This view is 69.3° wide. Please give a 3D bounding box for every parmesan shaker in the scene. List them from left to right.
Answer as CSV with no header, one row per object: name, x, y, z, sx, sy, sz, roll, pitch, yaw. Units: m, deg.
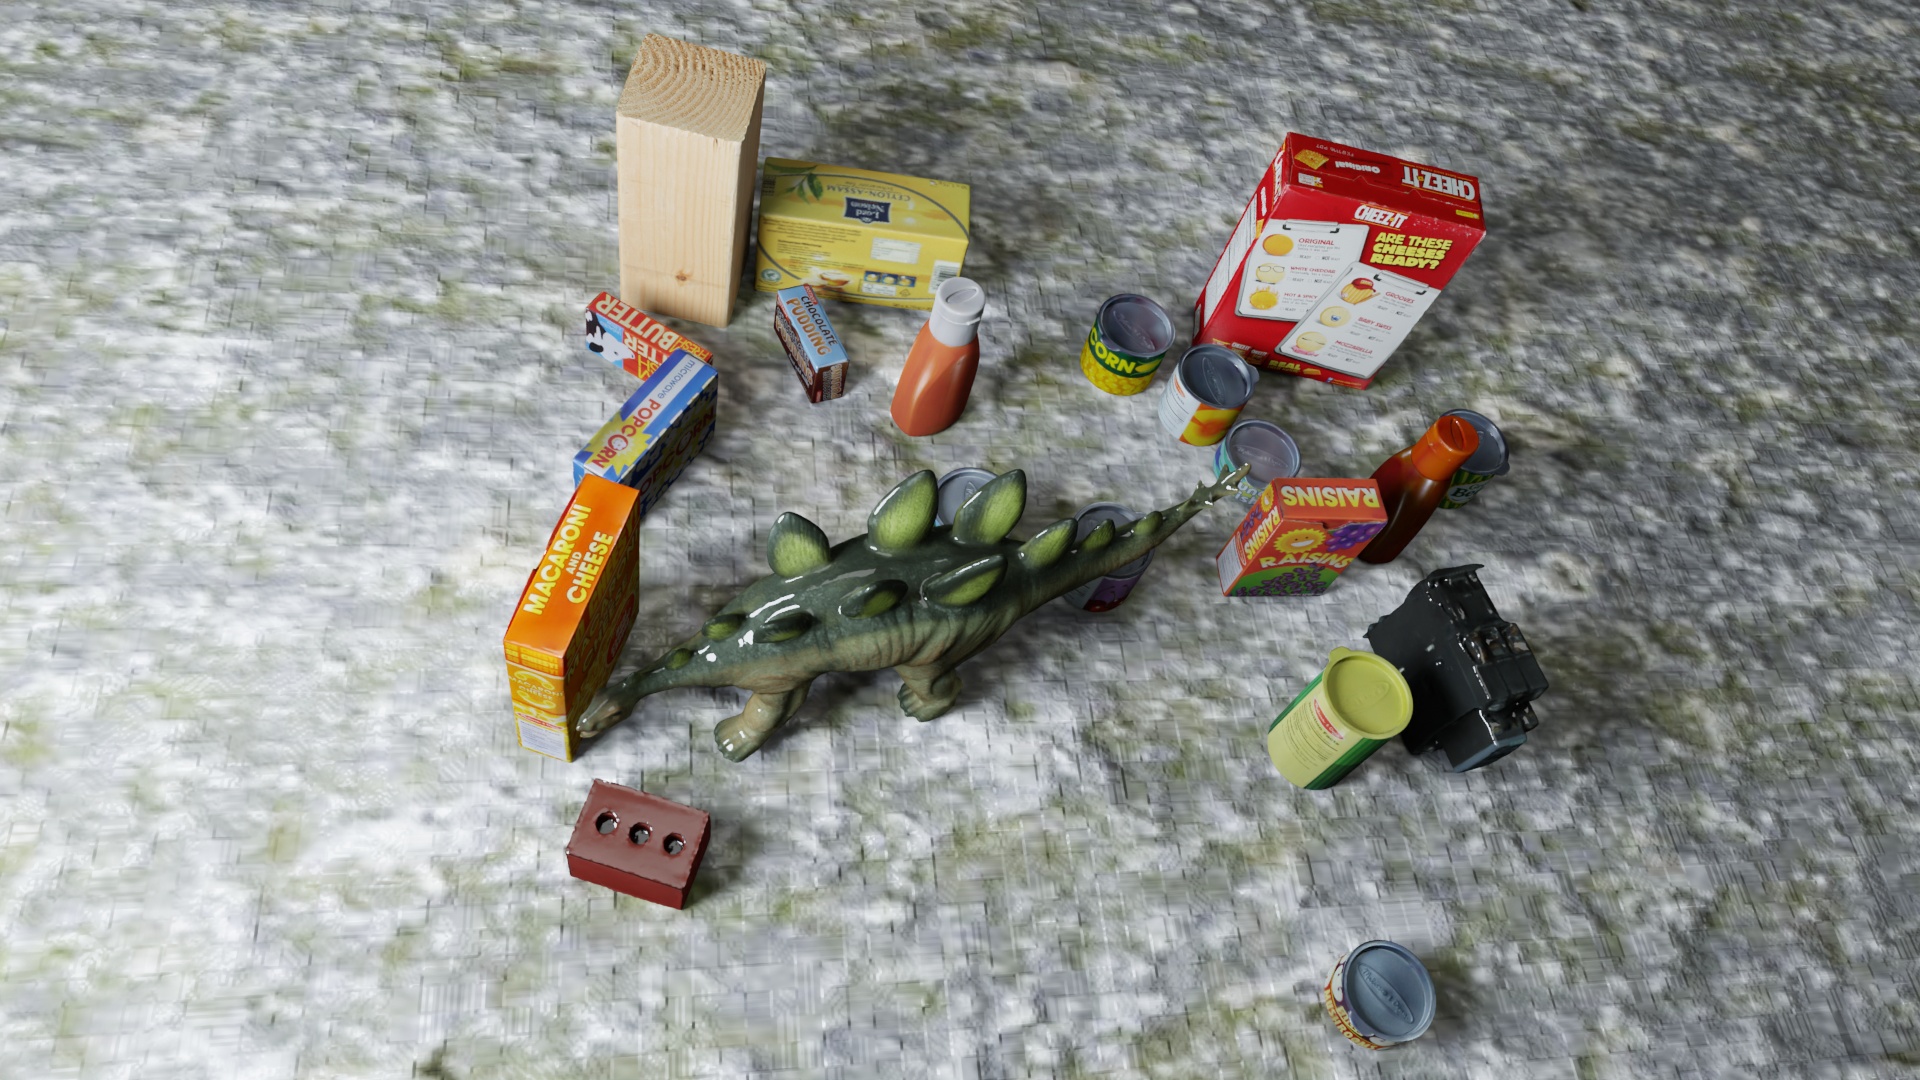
parmesan shaker,0.269,0.128,0.997,0.071,0.102,0.071,6,59,-10

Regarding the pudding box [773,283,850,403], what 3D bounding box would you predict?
pudding box,-0.119,-0.157,1.108,0.030,0.049,0.084,-18,65,-22

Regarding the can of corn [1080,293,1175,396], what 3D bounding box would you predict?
can of corn,0.137,-0.162,1.166,0.071,0.058,0.071,6,59,-10

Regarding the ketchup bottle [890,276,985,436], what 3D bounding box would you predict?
ketchup bottle,-0.013,-0.140,1.064,0.065,0.148,0.043,-28,70,-26

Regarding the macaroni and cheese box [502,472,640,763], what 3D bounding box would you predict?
macaroni and cheese box,-0.244,0.053,0.883,0.040,0.165,0.124,18,58,-2

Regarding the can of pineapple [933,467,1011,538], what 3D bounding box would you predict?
can of pineapple,0.004,-0.013,1.046,0.071,0.057,0.071,6,59,-10

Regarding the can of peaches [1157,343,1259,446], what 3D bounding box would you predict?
can of peaches,0.206,-0.121,1.158,0.071,0.057,0.071,6,59,-10

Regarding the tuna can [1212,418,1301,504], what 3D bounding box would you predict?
tuna can,0.244,-0.063,1.147,0.071,0.032,0.071,6,59,-10

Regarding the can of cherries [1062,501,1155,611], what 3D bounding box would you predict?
can of cherries,0.110,0.013,1.055,0.071,0.058,0.072,6,59,-10

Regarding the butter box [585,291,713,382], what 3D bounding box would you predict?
butter box,-0.239,-0.145,1.070,0.103,0.053,0.024,30,58,5

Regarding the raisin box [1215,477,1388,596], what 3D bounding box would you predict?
raisin box,0.257,0.000,1.059,0.086,0.122,0.040,1,60,-13

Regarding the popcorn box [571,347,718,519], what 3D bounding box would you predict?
popcorn box,-0.227,-0.068,1.008,0.038,0.084,0.127,31,58,6

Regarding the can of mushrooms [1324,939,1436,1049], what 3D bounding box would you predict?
can of mushrooms,0.280,0.307,0.934,0.071,0.033,0.071,6,59,-10

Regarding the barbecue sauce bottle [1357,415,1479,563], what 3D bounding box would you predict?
barbecue sauce bottle,0.354,-0.042,1.092,0.044,0.147,0.065,5,59,-10

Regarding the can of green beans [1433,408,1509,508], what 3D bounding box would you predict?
can of green beans,0.419,-0.068,1.177,0.071,0.057,0.071,6,59,-10
